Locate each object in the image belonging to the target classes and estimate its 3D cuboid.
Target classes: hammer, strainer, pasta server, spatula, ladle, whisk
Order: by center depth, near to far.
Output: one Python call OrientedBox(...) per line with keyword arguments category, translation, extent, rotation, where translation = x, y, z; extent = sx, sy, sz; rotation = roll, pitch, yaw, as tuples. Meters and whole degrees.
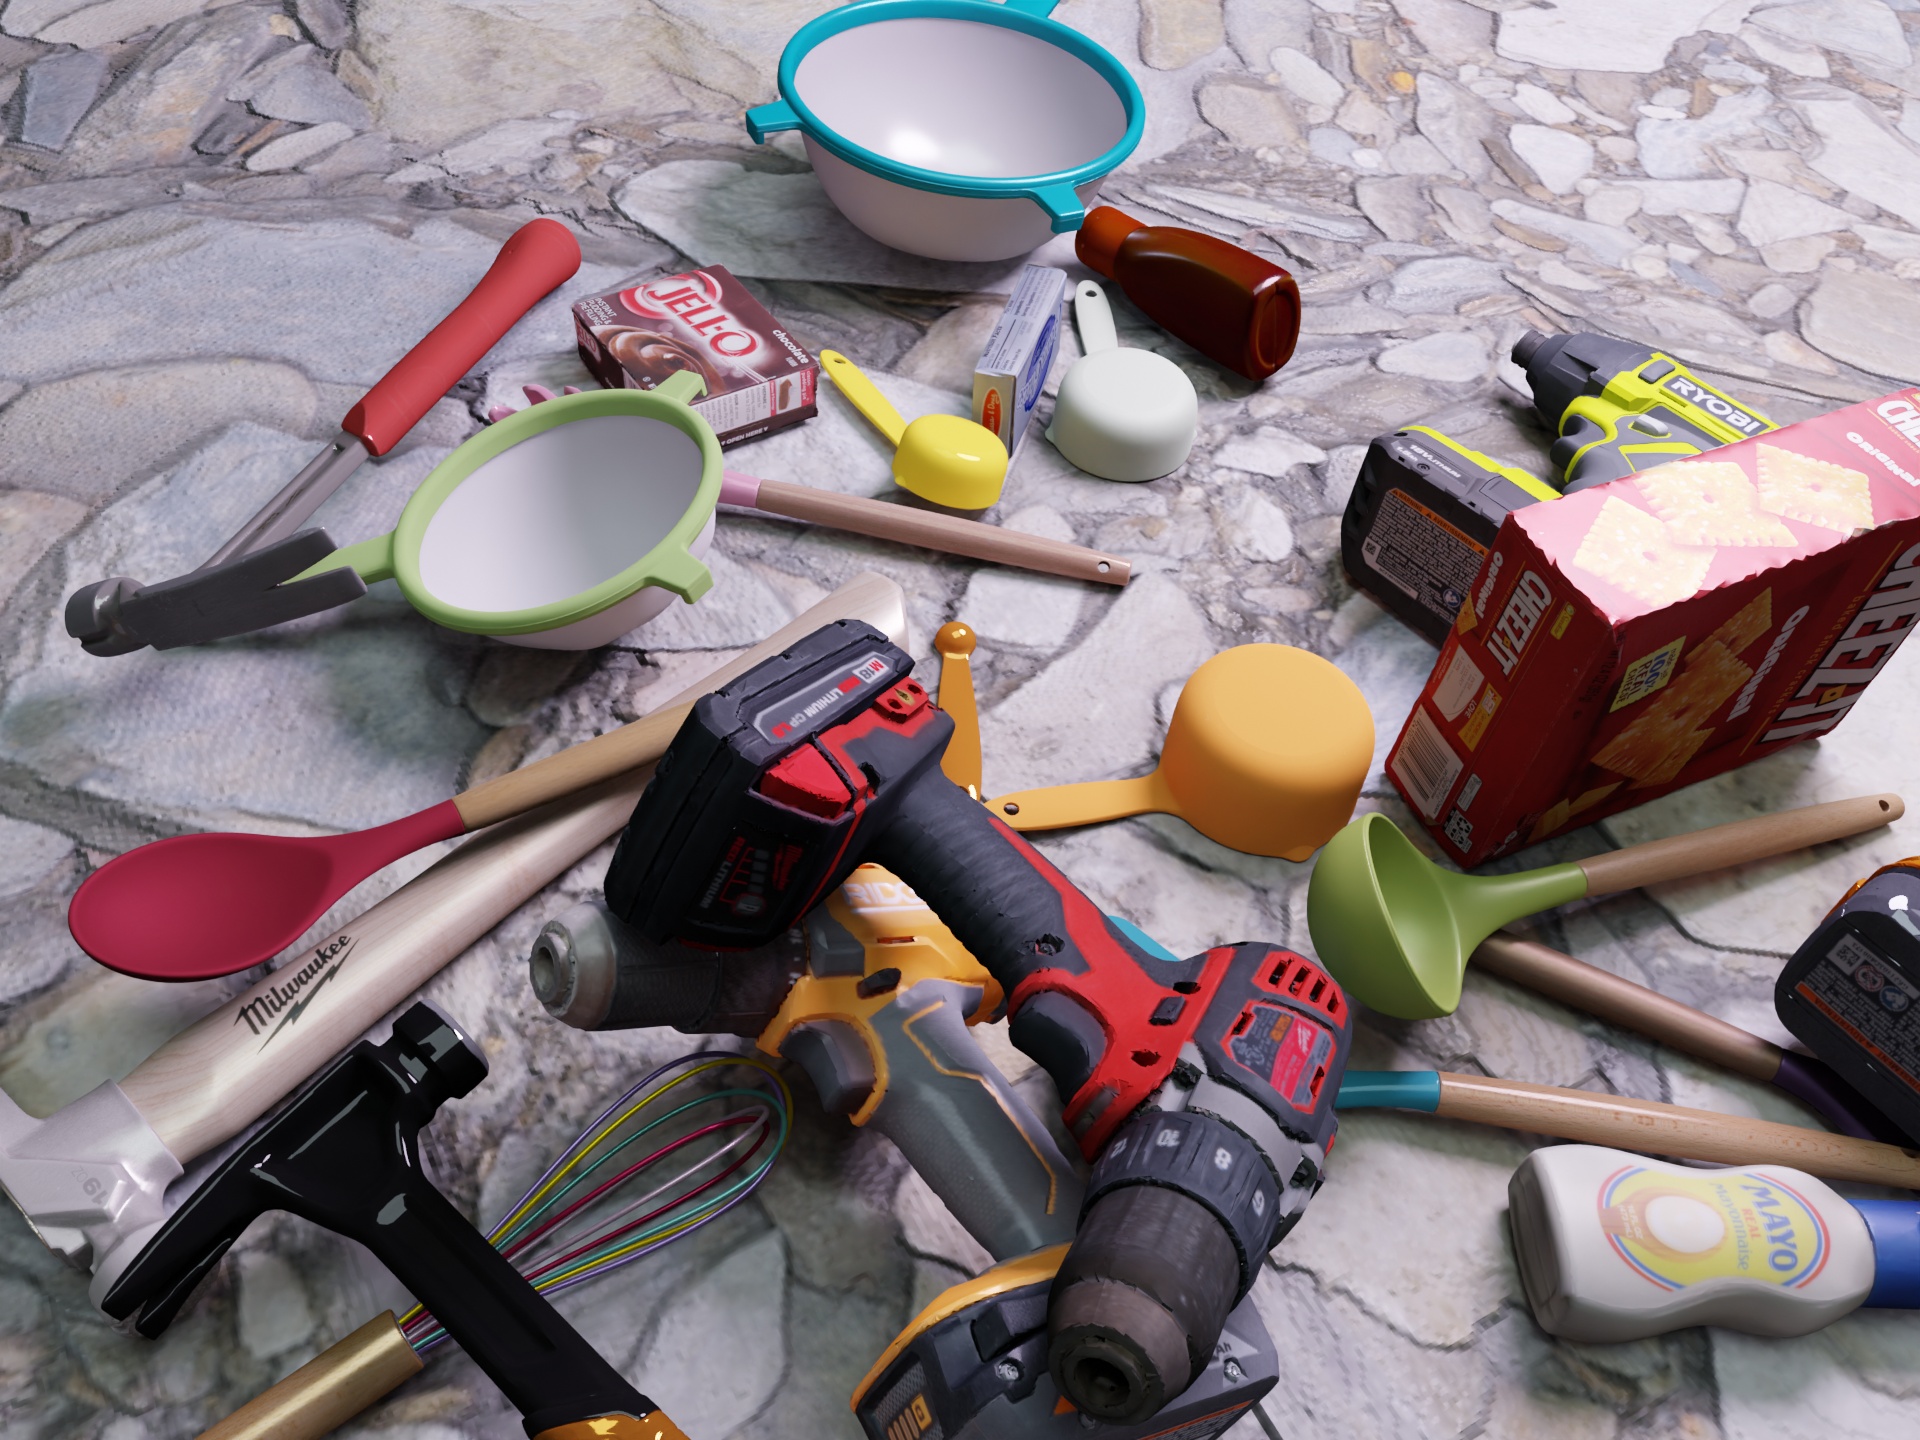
OrientedBox(category="hammer", translation=(-0.092, 0.217, 0.439), extent=(0.337, 0.034, 0.127), rotation=(32, 61, 25))
OrientedBox(category="whisk", translation=(-0.156, 0.189, 0.513), extent=(0.245, 0.047, 0.051), rotation=(-31, 49, -22))
OrientedBox(category="spatula", translation=(0.203, 0.133, 0.584), extent=(0.317, 0.044, 0.082), rotation=(9, 25, 3))
OrientedBox(category="ladle", translation=(-0.169, 0.025, 0.612), extent=(0.315, 0.031, 0.069), rotation=(-23, 53, -25))
OrientedBox(category="spatula", translation=(0.291, 0.125, 0.619), extent=(0.316, 0.018, 0.060), rotation=(23, 56, 13))
OrientedBox(category="hammer", translation=(-0.180, 0.046, 0.634), extent=(0.146, 0.038, 0.411), rotation=(36, 55, 25))
OrientedBox(category="ladle", translation=(0.273, 0.056, 0.635), extent=(0.320, 0.062, 0.078), rotation=(-9, 72, -23))
OrientedBox(category="strainer", translation=(-0.220, -0.062, 0.716), extent=(0.256, 0.069, 0.152), rotation=(-15, 47, 5))
OrientedBox(category="hammer", translation=(-0.260, -0.154, 0.755), extent=(0.149, 0.036, 0.359), rotation=(-10, 35, 25))
OrientedBox(category="pasta server", translation=(-0.072, -0.105, 0.771), extent=(0.316, 0.060, 0.040), rotation=(12, 5, 3))
OrientedBox(category="strainer", translation=(0.017, -0.377, 0.978), extent=(0.211, 0.095, 0.341), rotation=(19, 48, 7))

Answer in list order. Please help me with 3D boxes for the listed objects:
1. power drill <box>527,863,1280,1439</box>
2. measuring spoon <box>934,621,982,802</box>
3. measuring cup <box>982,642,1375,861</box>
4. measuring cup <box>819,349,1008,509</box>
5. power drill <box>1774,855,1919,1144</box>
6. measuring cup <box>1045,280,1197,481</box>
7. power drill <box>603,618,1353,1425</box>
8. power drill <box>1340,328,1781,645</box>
OrientedBox(category="power drill", translation=(-0.024, 0.136, 0.507), extent=(0.185, 0.084, 0.226), rotation=(4, 42, -40))
OrientedBox(category="measuring spoon", translation=(-0.001, -0.002, 0.706), extent=(0.021, 0.011, 0.117), rotation=(2, 49, -4))
OrientedBox(category="measuring cup", translation=(0.093, 0.014, 0.673), extent=(0.173, 0.052, 0.095), rotation=(-8, 51, -15))
OrientedBox(category="measuring cup", translation=(-0.030, -0.162, 0.822), extent=(0.062, 0.029, 0.157), rotation=(-9, 44, -37))
OrientedBox(category="power drill", translation=(0.440, 0.095, 0.610), extent=(0.226, 0.084, 0.164), rotation=(-21, 54, -33))
OrientedBox(category="measuring cup", translation=(0.083, -0.199, 0.864), extent=(0.083, 0.038, 0.168), rotation=(-2, 52, -7))
OrientedBox(category="power drill", translation=(0.006, 0.081, 0.471), extent=(0.227, 0.080, 0.188), rotation=(36, 30, 8))
OrientedBox(category="power drill", translation=(0.302, -0.121, 0.797), extent=(0.223, 0.080, 0.171), rotation=(-29, 58, -31))
